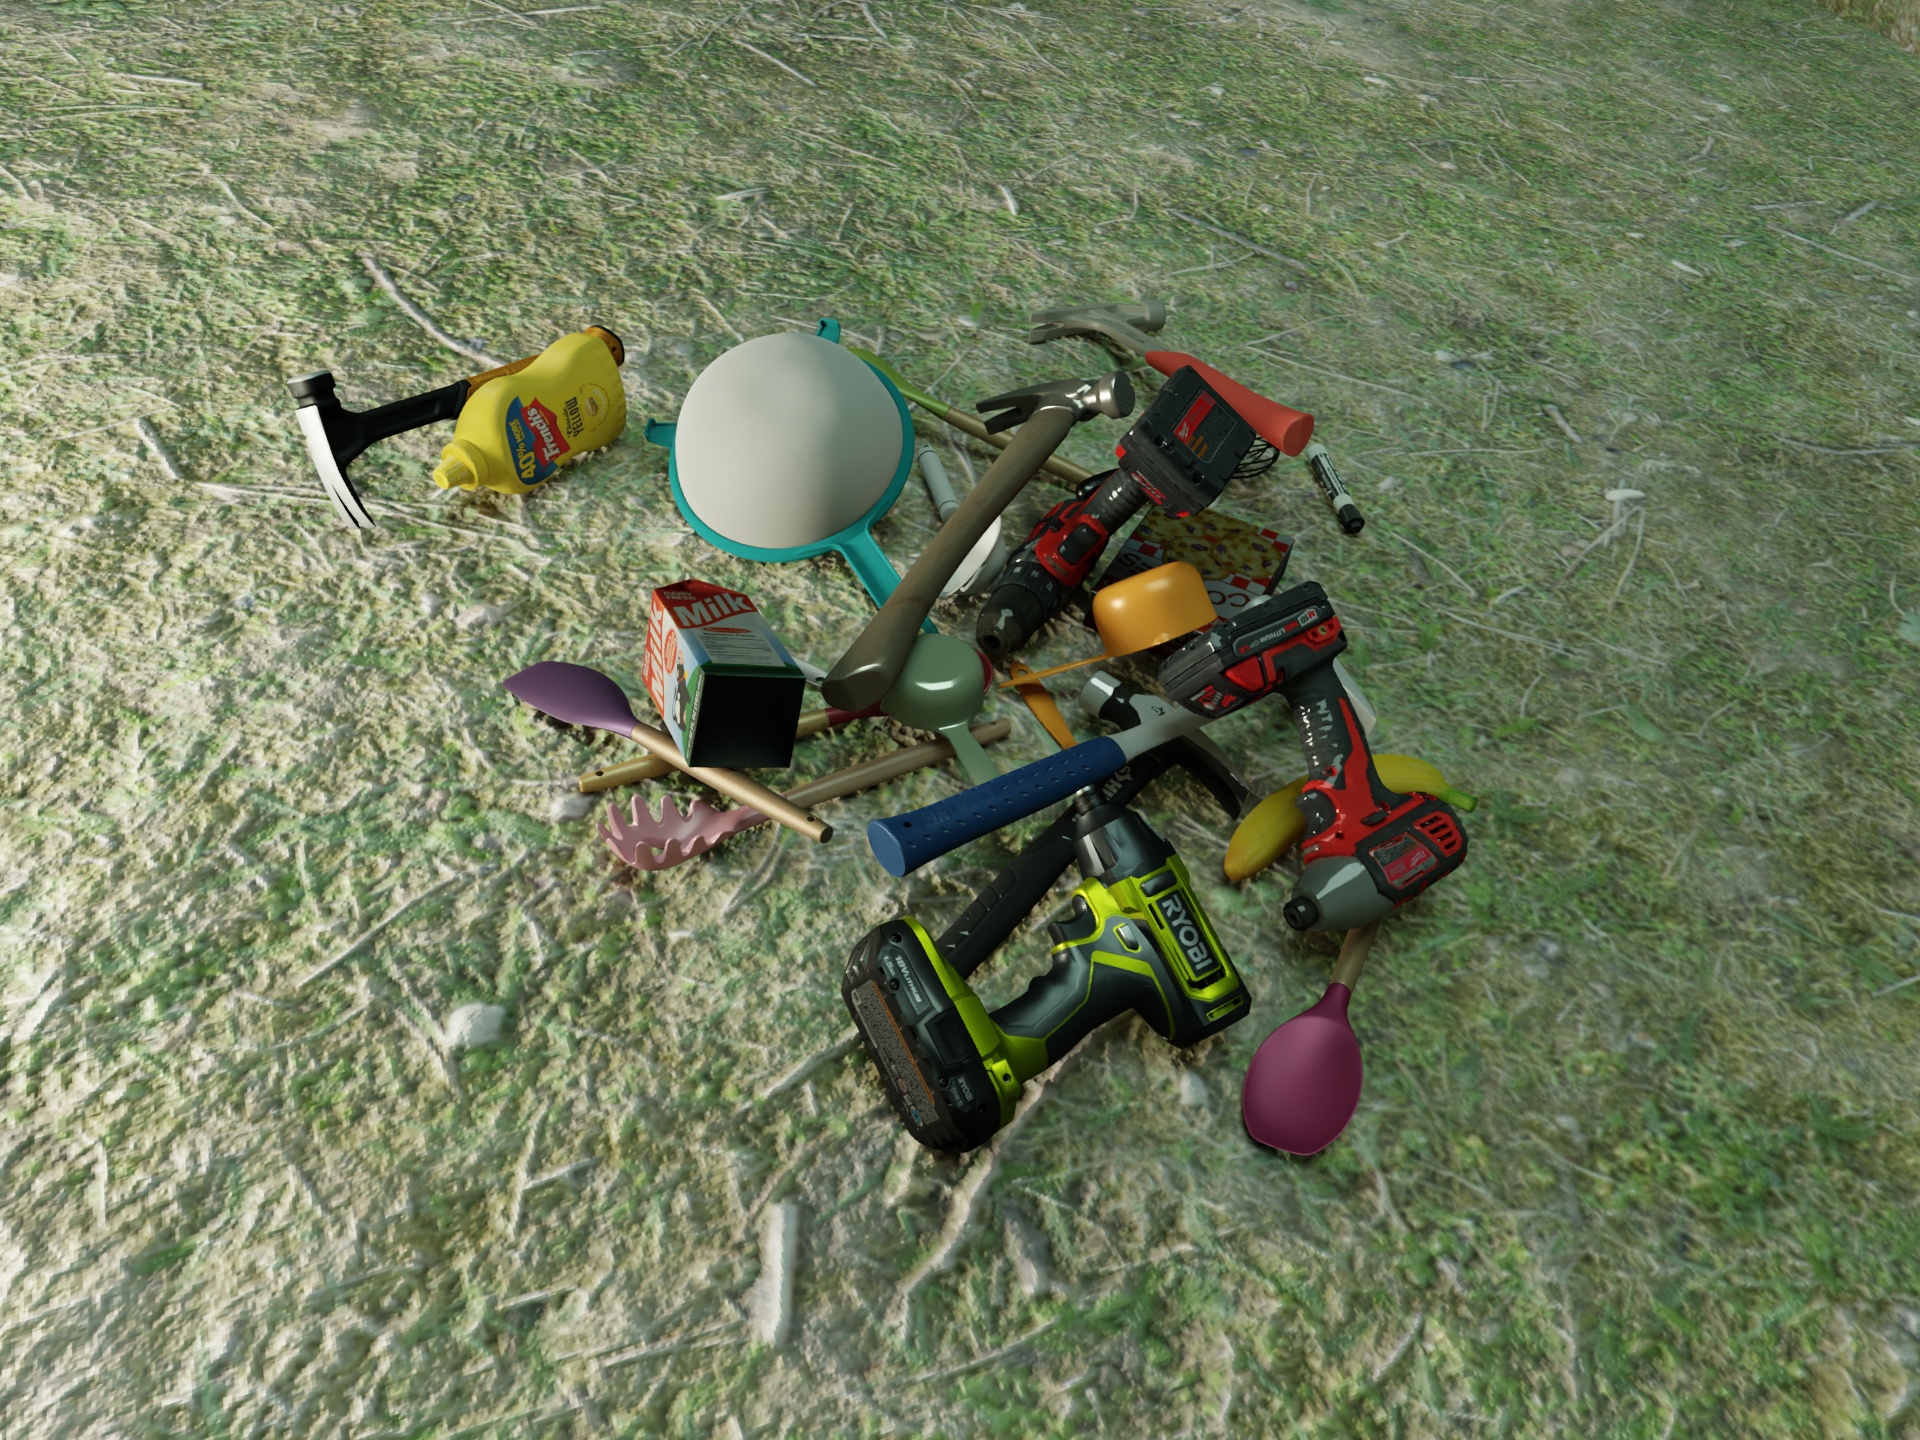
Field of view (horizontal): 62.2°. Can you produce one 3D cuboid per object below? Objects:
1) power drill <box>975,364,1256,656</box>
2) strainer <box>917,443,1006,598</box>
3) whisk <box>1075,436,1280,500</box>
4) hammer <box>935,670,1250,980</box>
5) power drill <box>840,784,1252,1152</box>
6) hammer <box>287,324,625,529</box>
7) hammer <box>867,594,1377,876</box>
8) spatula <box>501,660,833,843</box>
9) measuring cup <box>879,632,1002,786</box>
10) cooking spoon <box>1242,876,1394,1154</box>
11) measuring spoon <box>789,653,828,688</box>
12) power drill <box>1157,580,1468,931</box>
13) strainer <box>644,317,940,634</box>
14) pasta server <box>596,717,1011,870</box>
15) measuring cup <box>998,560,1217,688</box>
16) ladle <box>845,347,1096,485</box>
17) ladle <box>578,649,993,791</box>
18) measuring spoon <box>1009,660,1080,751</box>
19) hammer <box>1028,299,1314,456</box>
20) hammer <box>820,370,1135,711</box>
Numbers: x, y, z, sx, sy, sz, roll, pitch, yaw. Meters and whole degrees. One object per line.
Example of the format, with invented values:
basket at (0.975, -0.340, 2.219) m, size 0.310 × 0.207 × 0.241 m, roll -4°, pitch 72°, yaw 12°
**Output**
power drill at (0.106, -0.150, 1.218) m, size 0.080 × 0.226 × 0.188 m, roll 43°, pitch 45°, yaw -6°
strainer at (-0.004, -0.171, 1.343) m, size 0.050 × 0.087 × 0.259 m, roll 32°, pitch 24°, yaw -33°
whisk at (0.198, -0.229, 1.420) m, size 0.239 × 0.055 × 0.055 m, roll -19°, pitch 50°, yaw -30°
hammer at (0.065, 0.094, 1.075) m, size 0.146 × 0.035 × 0.335 m, roll 34°, pitch 51°, yaw 18°
power drill at (0.049, 0.146, 0.962) m, size 0.223 × 0.080 × 0.171 m, roll -22°, pitch 78°, yaw -28°
hammer at (-0.412, -0.274, 1.371) m, size 0.034 × 0.127 × 0.337 m, roll 0°, pitch 24°, yaw 36°
hammer at (0.118, 0.021, 1.101) m, size 0.405 × 0.035 × 0.144 m, roll -22°, pitch 55°, yaw -31°
spatula at (-0.204, 0.016, 1.102) m, size 0.316 × 0.018 × 0.060 m, roll 25°, pitch 43°, yaw 33°
measuring cup at (-0.002, -0.004, 1.122) m, size 0.083 × 0.038 × 0.168 m, roll -16°, pitch 44°, yaw -18°
cooking spoon at (0.257, 0.161, 1.049) m, size 0.069 × 0.017 × 0.319 m, roll 14°, pitch 43°, yaw 23°
measuring spoon at (-0.150, -0.045, 1.216) m, size 0.124 × 0.018 × 0.034 m, roll 24°, pitch 39°, yaw 7°
power drill at (0.233, 0.031, 1.063) m, size 0.143 × 0.078 × 0.220 m, roll -26°, pitch 83°, yaw -26°
strainer at (-0.115, -0.195, 1.276) m, size 0.211 × 0.095 × 0.341 m, roll -32°, pitch 65°, yaw -6°
pasta server at (-0.099, 0.043, 1.109) m, size 0.316 × 0.040 × 0.060 m, roll -19°, pitch 36°, yaw -27°
measuring cup at (0.104, -0.073, 1.202) m, size 0.173 × 0.052 × 0.095 m, roll -18°, pitch 6°, yaw 8°
ladle at (0.009, -0.257, 1.447) m, size 0.320 × 0.062 × 0.078 m, roll 27°, pitch 37°, yaw 10°
ladle at (-0.121, 0.005, 1.155) m, size 0.315 × 0.031 × 0.069 m, roll -16°, pitch 45°, yaw -20°
measuring spoon at (0.066, -0.009, 1.206) m, size 0.021 × 0.011 × 0.117 m, roll -13°, pitch 47°, yaw -21°
hammer at (0.205, -0.327, 1.492) m, size 0.149 × 0.036 × 0.359 m, roll -12°, pitch 34°, yaw -21°
hammer at (-0.003, -0.147, 1.226) m, size 0.146 × 0.038 × 0.411 m, roll -3°, pitch 38°, yaw 36°
